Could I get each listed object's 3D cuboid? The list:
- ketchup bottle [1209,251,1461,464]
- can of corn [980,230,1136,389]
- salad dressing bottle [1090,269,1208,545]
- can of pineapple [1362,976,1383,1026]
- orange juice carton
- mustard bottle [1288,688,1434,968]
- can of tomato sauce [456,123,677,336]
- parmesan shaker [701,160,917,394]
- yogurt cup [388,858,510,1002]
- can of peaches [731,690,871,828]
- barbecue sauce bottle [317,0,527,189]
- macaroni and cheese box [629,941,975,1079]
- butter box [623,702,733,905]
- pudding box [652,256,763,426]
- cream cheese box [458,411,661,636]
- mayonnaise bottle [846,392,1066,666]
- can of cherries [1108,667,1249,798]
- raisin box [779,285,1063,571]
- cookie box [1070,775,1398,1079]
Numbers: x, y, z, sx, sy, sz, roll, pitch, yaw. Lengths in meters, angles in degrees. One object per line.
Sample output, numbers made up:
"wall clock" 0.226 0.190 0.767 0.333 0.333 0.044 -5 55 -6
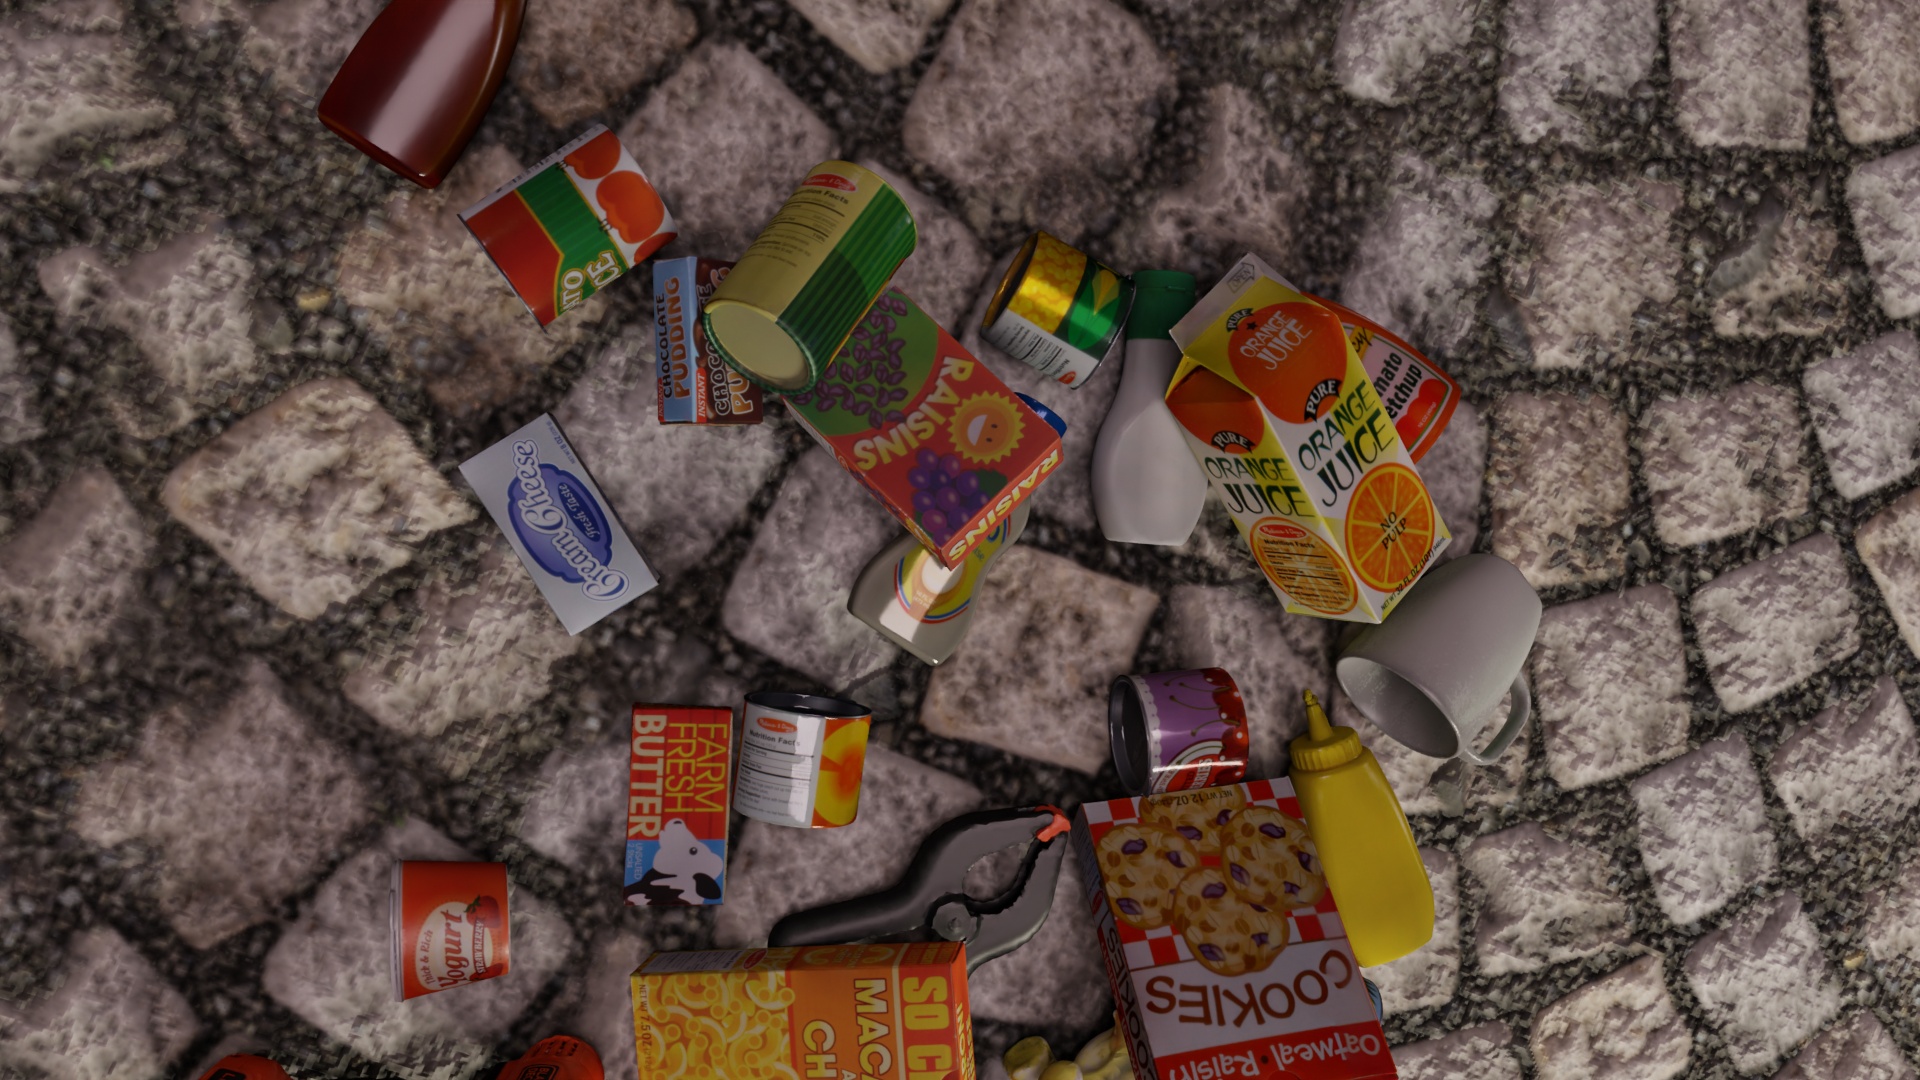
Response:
"ketchup bottle" 0.207 -0.104 0.781 0.149 0.043 0.065 35 86 -11
"can of corn" 0.052 -0.124 0.736 0.058 0.071 0.071 27 87 -11
"salad dressing bottle" 0.106 -0.072 0.761 0.064 0.044 0.147 4 90 -17
"can of pineapple" 0.193 0.261 0.778 0.058 0.071 0.071 36 85 -11
"orange juice carton" 0.176 -0.052 0.735 0.072 0.073 0.192 -43 113 -22
"mustard bottle" 0.220 0.158 0.791 0.065 0.049 0.160 -18 95 -11
"can of tomato sauce" -0.191 -0.153 0.683 0.083 0.071 0.071 -37 99 -9
"parmesan shaker" -0.077 -0.130 0.692 0.071 0.071 0.103 37 62 -11
"yogurt cup" -0.251 0.189 0.685 0.054 0.072 0.072 -2 93 -20
"can of peaches" -0.081 0.112 0.718 0.071 0.071 0.058 8 91 -12
"barbecue sauce bottle" -0.247 -0.250 0.679 0.065 0.043 0.148 31 85 -12
"macaroni and cheese box" -0.078 0.272 0.705 0.166 0.040 0.123 -5 91 8
"butter box" -0.147 0.137 0.724 0.053 0.024 0.103 2 92 -13
"pudding box" -0.128 -0.100 0.705 0.050 0.030 0.083 -4 93 -51
"cream cheese box" -0.203 -0.008 0.707 0.053 0.024 0.103 -33 98 -7
"mayonnaise bottle" 0.003 -0.009 0.742 0.065 0.041 0.148 34 85 -9
"can of cherries" 0.119 0.106 0.756 0.058 0.071 0.071 -3 93 -12
"raisin box" -0.020 -0.058 0.712 0.086 0.040 0.123 -44 72 -8
"cookie box" 0.139 0.213 0.731 0.123 0.040 0.168 -5 54 -12
